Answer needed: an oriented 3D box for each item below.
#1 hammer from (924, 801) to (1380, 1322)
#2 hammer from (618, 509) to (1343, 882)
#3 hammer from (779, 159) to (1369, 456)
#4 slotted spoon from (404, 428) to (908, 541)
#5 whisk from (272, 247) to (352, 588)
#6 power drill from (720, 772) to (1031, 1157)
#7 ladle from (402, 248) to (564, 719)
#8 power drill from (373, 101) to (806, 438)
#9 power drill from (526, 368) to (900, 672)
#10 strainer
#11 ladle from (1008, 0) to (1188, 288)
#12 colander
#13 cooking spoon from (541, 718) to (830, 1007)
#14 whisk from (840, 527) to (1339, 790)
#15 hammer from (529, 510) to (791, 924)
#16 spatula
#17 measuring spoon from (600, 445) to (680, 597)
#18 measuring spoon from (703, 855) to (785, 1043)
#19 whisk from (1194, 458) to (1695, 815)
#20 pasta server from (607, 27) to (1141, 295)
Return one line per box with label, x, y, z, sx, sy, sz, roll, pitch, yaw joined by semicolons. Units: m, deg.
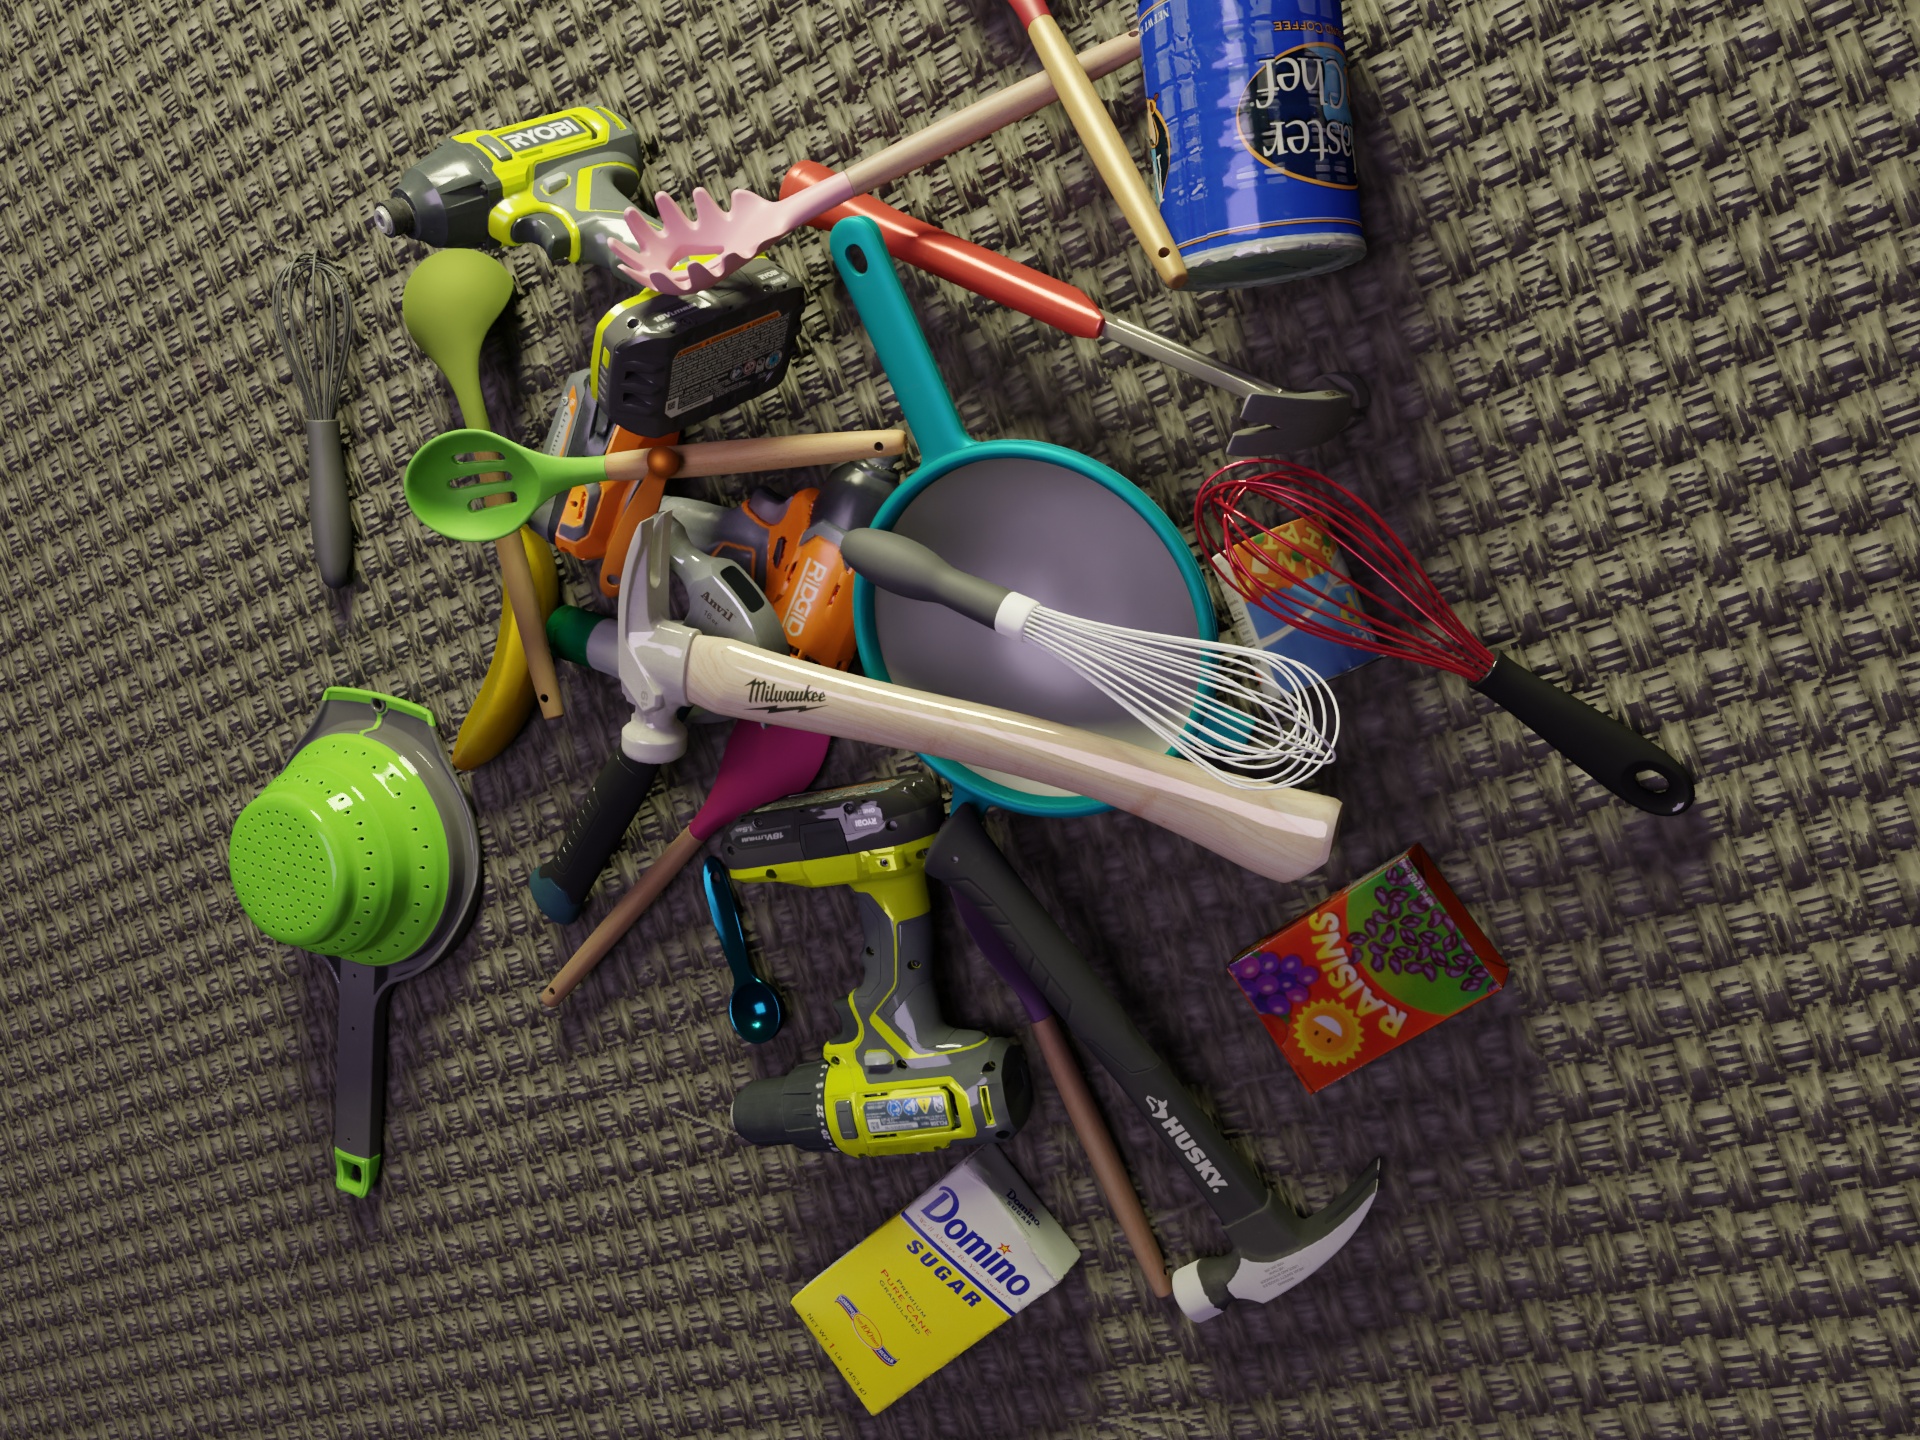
hammer;0.096;0.184;0.901;0.146;0.035;0.335;-36;94;25
hammer;-0.001;-0.003;0.848;0.411;0.038;0.146;14;116;18
hammer;0.037;-0.228;0.856;0.359;0.149;0.036;31;118;25
slotted spoon;-0.181;-0.148;0.932;0.314;0.031;0.070;-3;116;16
whisk;-0.452;-0.211;1.130;0.055;0.055;0.239;7;105;24
power drill;-0.070;0.159;0.982;0.190;0.080;0.228;-10;95;19
ladle;-0.301;-0.157;1.049;0.078;0.062;0.320;-15;89;16
power drill;-0.215;-0.269;0.930;0.223;0.171;0.080;42;142;19
power drill;-0.143;-0.134;0.978;0.226;0.084;0.164;30;109;14
strainer;0.026;-0.116;0.871;0.211;0.095;0.340;-19;100;33
ladle;0.052;-0.347;0.832;0.069;0.031;0.316;-28;66;13
colander;-0.464;0.179;1.166;0.204;0.094;0.397;11;102;23
cooking spoon;-0.190;0.092;1.063;0.319;0.017;0.069;-47;71;23
whisk;0.057;-0.039;0.801;0.285;0.070;0.070;25;108;22
hammer;-0.206;0.024;1.010;0.128;0.033;0.331;41;128;5
spatula;0.058;0.202;0.952;0.018;0.060;0.316;-23;93;33
measuring spoon;-0.191;-0.114;0.937;0.021;0.011;0.116;26;128;-9
measuring spoon;-0.144;0.151;1.059;0.042;0.021;0.129;-24;78;29
whisk;0.241;-0.036;0.783;0.295;0.073;0.073;32;112;-6
pasta server;-0.037;-0.305;0.853;0.316;0.040;0.060;-26;60;0
